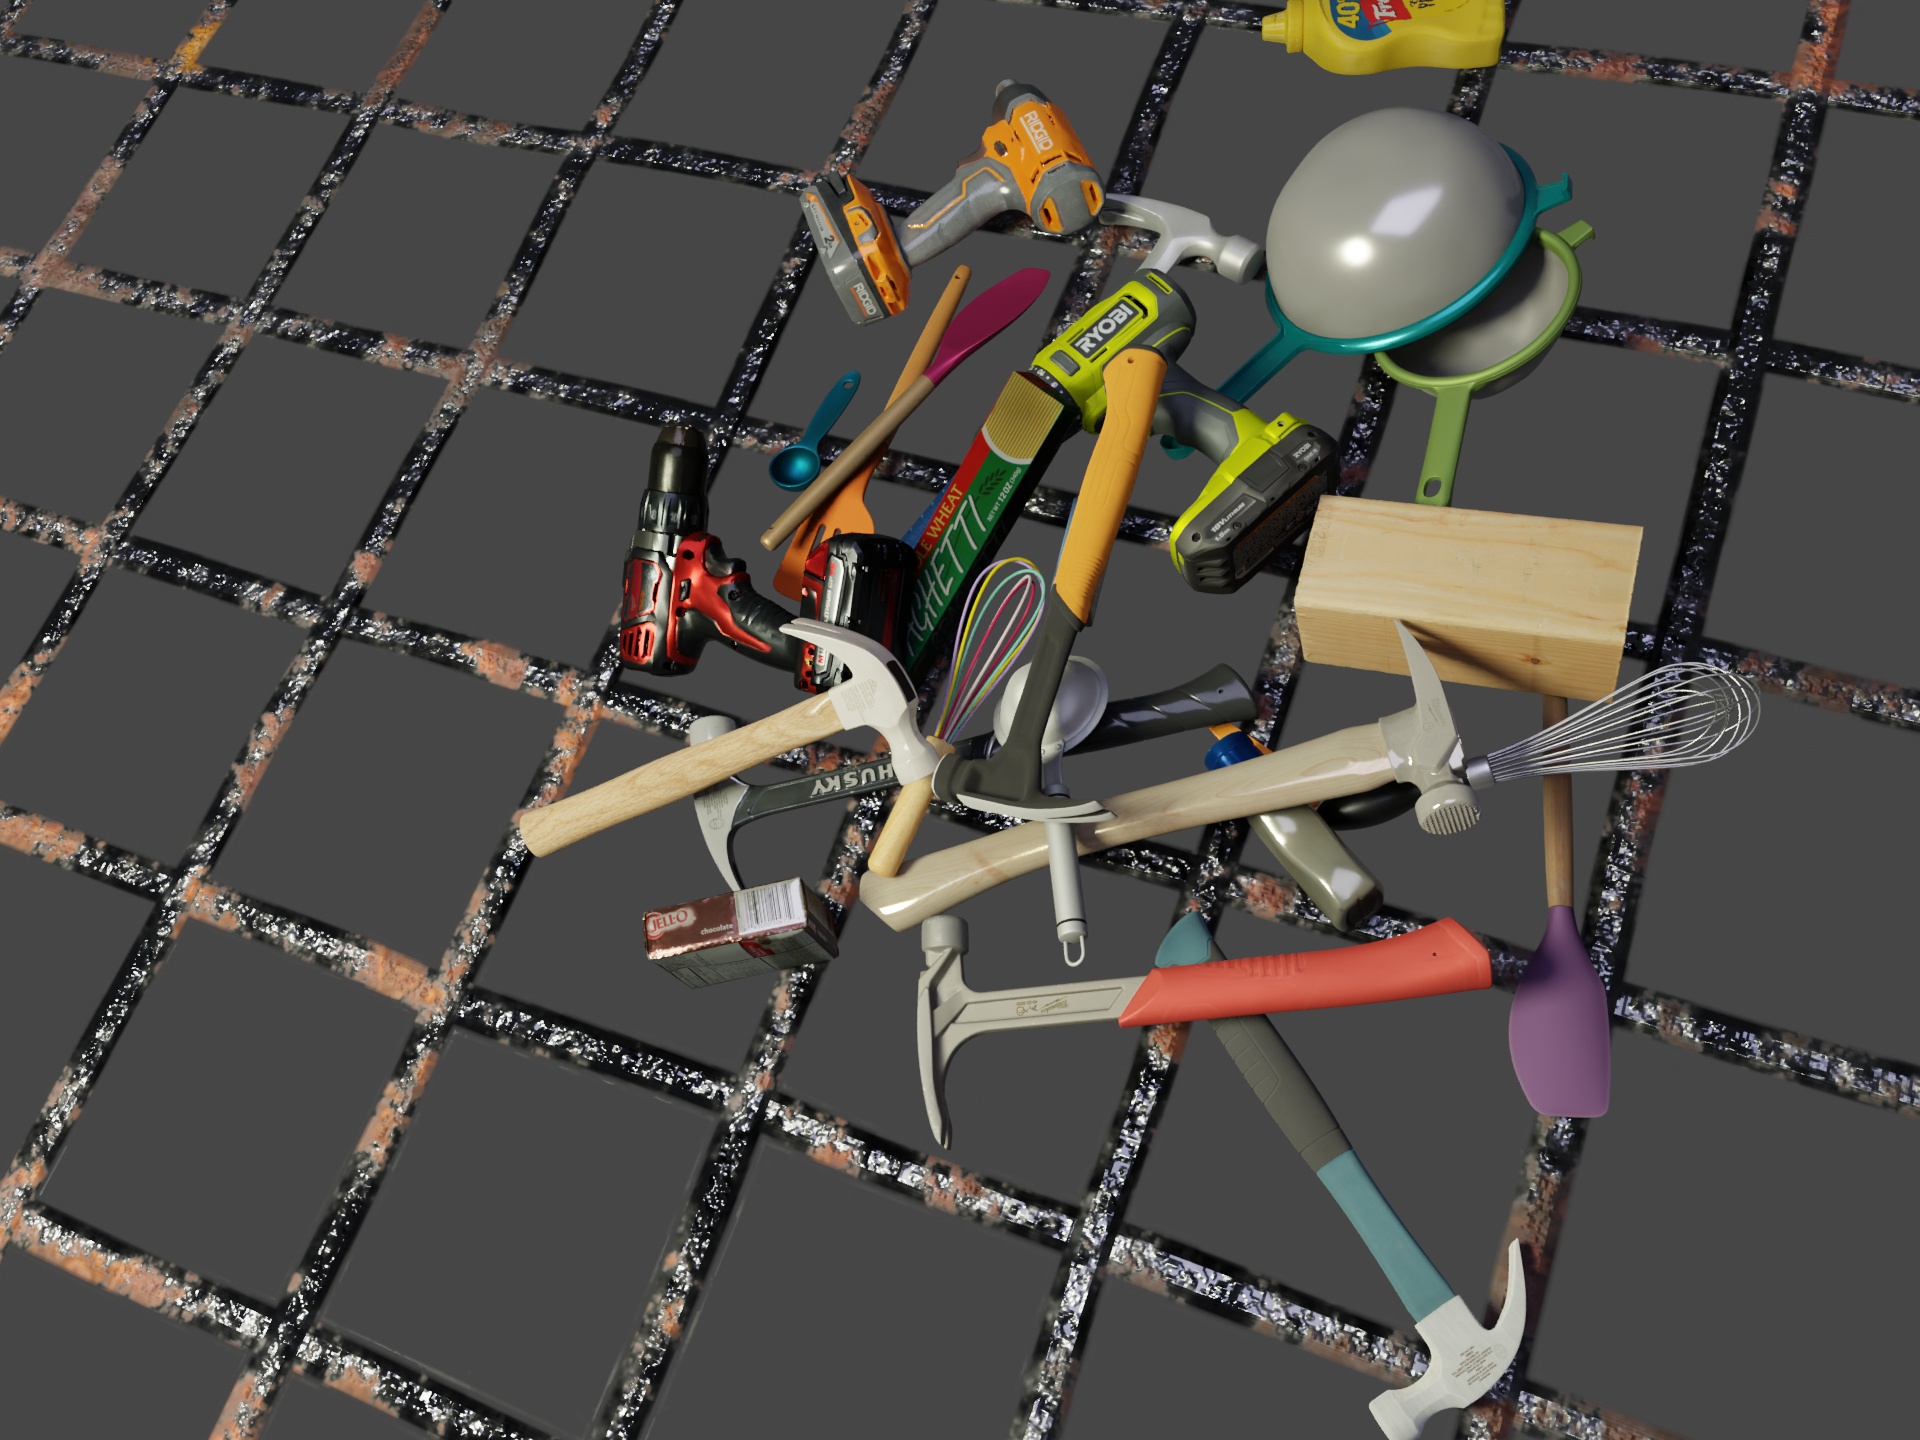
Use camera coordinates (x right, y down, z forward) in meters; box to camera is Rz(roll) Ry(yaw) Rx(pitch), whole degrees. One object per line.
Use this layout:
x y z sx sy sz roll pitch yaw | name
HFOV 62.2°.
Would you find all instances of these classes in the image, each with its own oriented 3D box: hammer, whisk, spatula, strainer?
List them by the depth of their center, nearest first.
0.223 0.263 0.989 0.128 0.033 0.331 -32 65 -2 | hammer
0.149 0.181 1.003 0.359 0.036 0.149 -7 66 11 | hammer
0.369 0.024 1.032 0.284 0.070 0.070 -18 64 18 | whisk
0.388 0.098 1.035 0.060 0.018 0.316 -2 66 24 | spatula
0.063 0.042 1.050 0.087 0.050 0.259 -19 55 20 | strainer
0.084 -0.096 1.050 0.127 0.034 0.337 8 74 35 | hammer
0.122 0.054 1.056 0.410 0.038 0.146 -17 54 17 | hammer
0.000 -0.003 1.103 0.051 0.047 0.245 20 79 31 | whisk
-0.178 0.028 1.113 0.331 0.031 0.130 -21 96 24 | hammer
0.006 0.028 1.128 0.409 0.036 0.149 -13 66 8 | hammer
0.369 -0.239 1.145 0.151 0.069 0.256 0 62 37 | strainer
0.262 -0.337 1.178 0.340 0.095 0.211 -43 44 2 | strainer
0.062 -0.253 1.243 0.144 0.035 0.405 34 77 22 | hammer
-0.055 -0.233 1.268 0.081 0.041 0.323 17 67 16 | spatula

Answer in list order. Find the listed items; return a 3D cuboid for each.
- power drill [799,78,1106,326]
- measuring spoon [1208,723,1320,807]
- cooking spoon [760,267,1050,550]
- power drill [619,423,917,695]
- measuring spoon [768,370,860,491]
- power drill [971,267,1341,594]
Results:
-0.011 -0.433 1.299 0.226 0.084 0.164 -24 57 7 | power drill
0.204 0.022 1.108 0.021 0.011 0.117 -45 65 -9 | measuring spoon
-0.042 -0.246 1.236 0.319 0.017 0.069 -47 40 -13 | cooking spoon
-0.149 -0.113 1.158 0.227 0.080 0.188 12 98 27 | power drill
-0.111 -0.231 1.285 0.042 0.021 0.129 19 63 19 | measuring spoon
0.136 -0.198 1.132 0.190 0.080 0.229 -41 64 -5 | power drill
